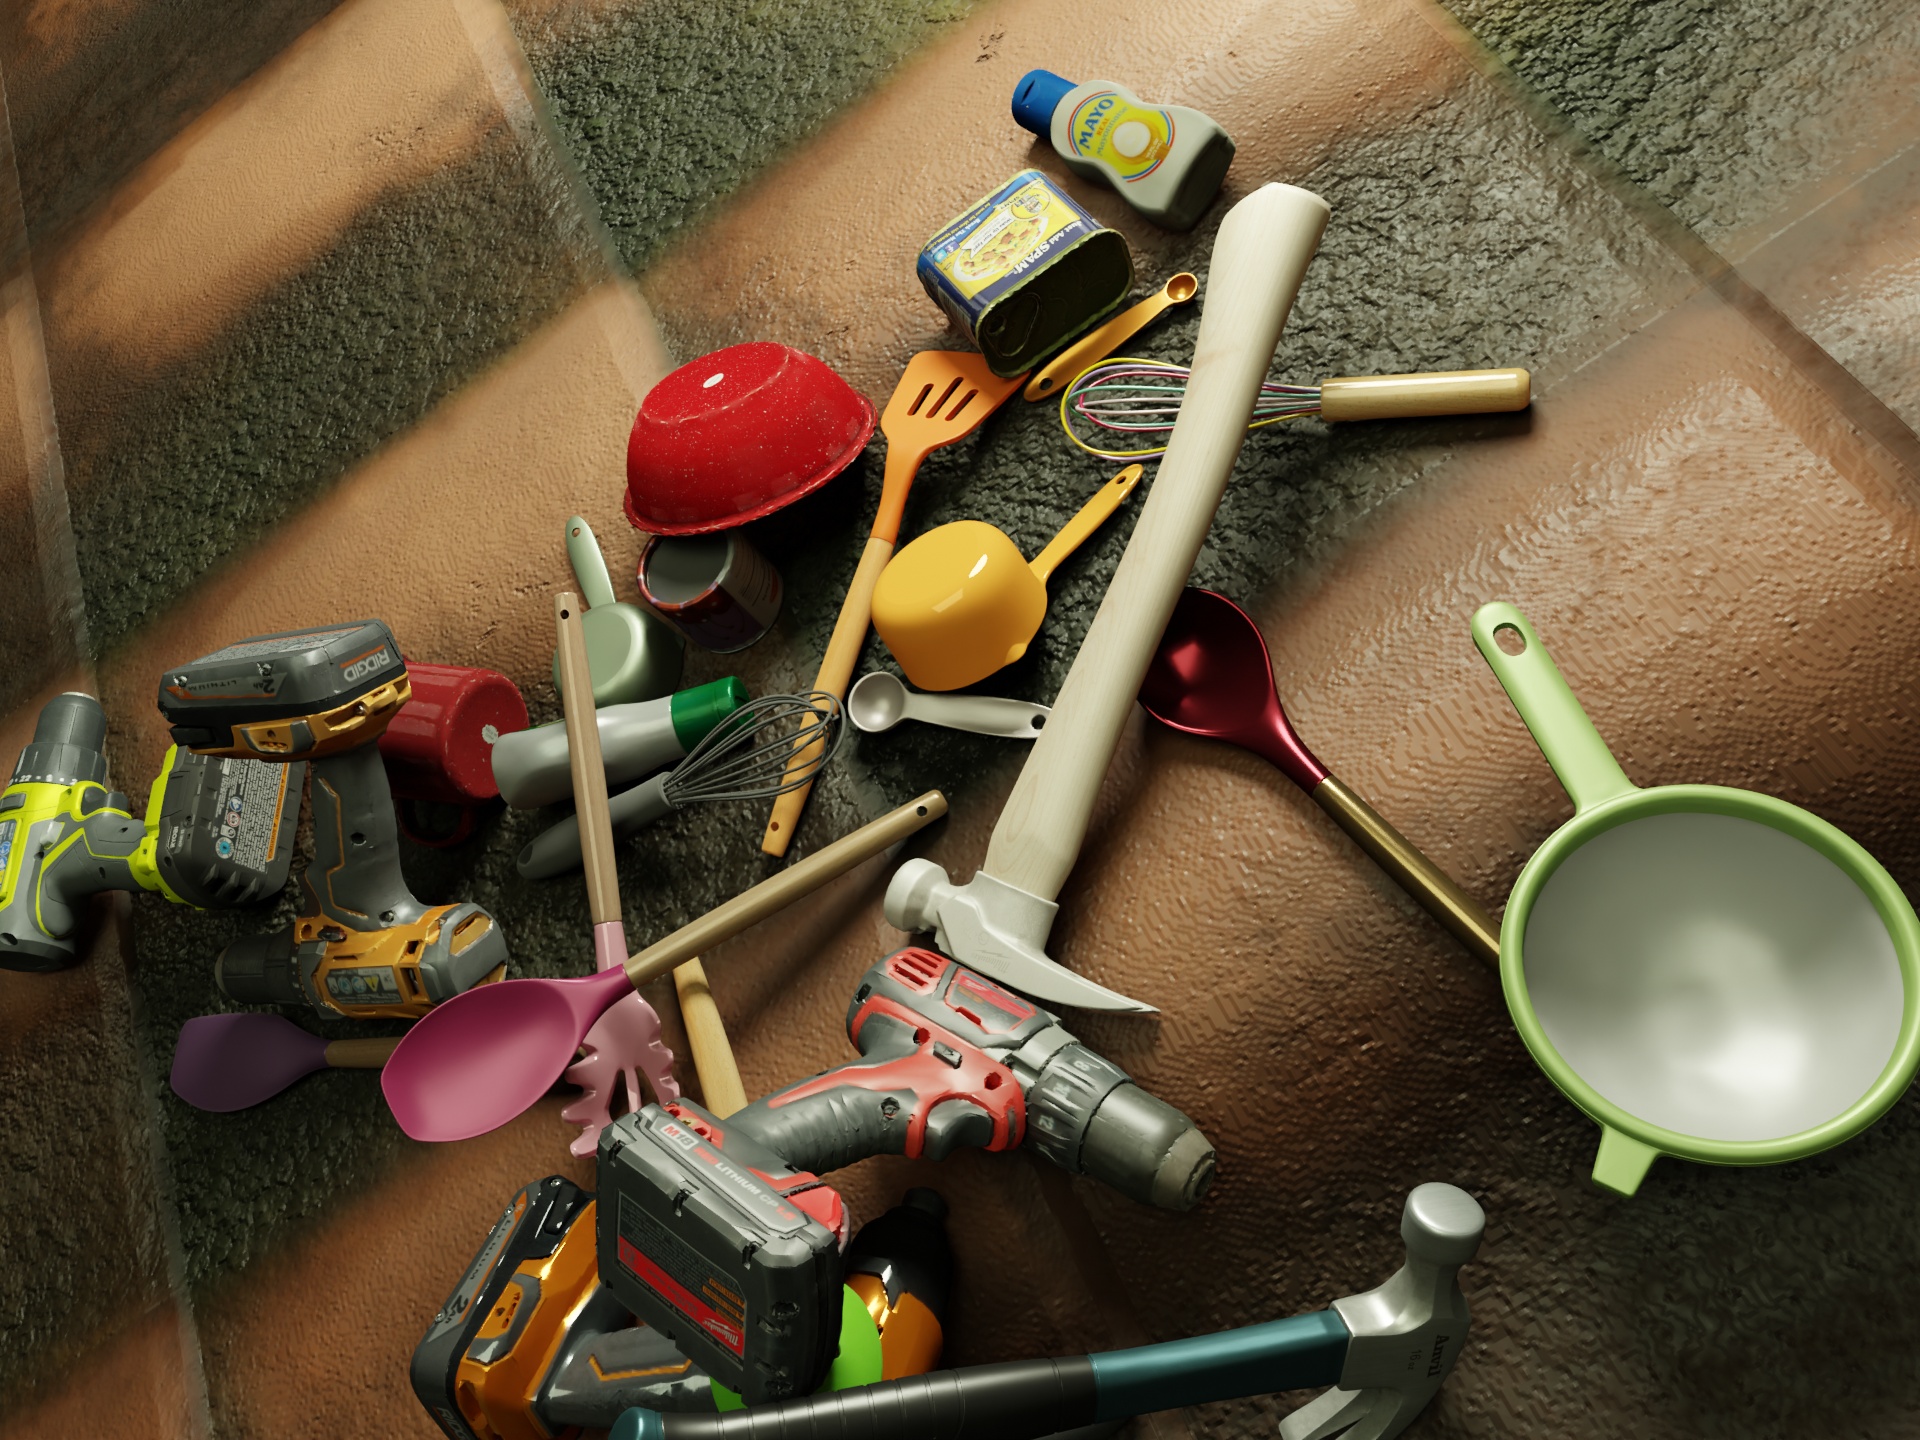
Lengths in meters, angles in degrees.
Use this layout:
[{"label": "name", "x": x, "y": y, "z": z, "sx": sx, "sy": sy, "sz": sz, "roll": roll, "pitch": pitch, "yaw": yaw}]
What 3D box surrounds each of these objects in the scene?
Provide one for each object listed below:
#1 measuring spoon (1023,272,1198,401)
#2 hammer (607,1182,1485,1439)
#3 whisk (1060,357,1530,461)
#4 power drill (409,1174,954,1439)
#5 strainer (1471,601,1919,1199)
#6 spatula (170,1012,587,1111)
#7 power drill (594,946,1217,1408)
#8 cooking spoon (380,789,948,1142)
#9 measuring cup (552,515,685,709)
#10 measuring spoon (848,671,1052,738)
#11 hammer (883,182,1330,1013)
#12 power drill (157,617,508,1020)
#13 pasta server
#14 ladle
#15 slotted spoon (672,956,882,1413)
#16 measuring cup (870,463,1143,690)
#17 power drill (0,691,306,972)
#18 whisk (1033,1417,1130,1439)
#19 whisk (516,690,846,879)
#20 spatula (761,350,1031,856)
[{"label": "measuring spoon", "x": 0.086, "y": -0.216, "z": 0.909, "sx": 0.117, "sy": 0.011, "sz": 0.021, "roll": -33, "pitch": 57, "yaw": 13}, {"label": "hammer", "x": 0.034, "y": 0.250, "z": 0.591, "sx": 0.331, "sy": 0.128, "sz": 0.033, "roll": -4, "pitch": 27, "yaw": -13}, {"label": "whisk", "x": 0.167, "y": -0.170, "z": 0.830, "sx": 0.245, "sy": 0.051, "sz": 0.047, "roll": 1, "pitch": 63, "yaw": 23}, {"label": "power drill", "x": -0.115, "y": 0.275, "z": 0.727, "sx": 0.226, "sy": 0.084, "sz": 0.164, "roll": 0, "pitch": 37, "yaw": 24}, {"label": "strainer", "x": 0.276, "y": 0.064, "z": 0.655, "sx": 0.151, "sy": 0.069, "sz": 0.257, "roll": -22, "pitch": 57, "yaw": 4}, {"label": "spatula", "x": -0.344, "y": 0.195, "z": 0.921, "sx": 0.316, "sy": 0.018, "sz": 0.060, "roll": -7, "pitch": 67, "yaw": 24}, {"label": "power drill", "x": -0.018, "y": 0.187, "z": 0.670, "sx": 0.188, "sy": 0.226, "sz": 0.080, "roll": 24, "pitch": 120, "yaw": 32}, {"label": "cooking spoon", "x": -0.147, "y": 0.119, "z": 0.816, "sx": 0.319, "sy": 0.017, "sz": 0.069, "roll": -29, "pitch": 82, "yaw": -6}, {"label": "measuring cup", "x": -0.224, "y": -0.070, "z": 0.970, "sx": 0.083, "sy": 0.038, "sz": 0.168, "roll": -31, "pitch": 60, "yaw": 10}, {"label": "measuring spoon", "x": -0.001, "y": -0.003, "z": 0.853, "sx": 0.124, "sy": 0.018, "sz": 0.034, "roll": 7, "pitch": 76, "yaw": 21}, {"label": "hammer", "x": 0.099, "y": -0.063, "z": 0.774, "sx": 0.146, "sy": 0.038, "sz": 0.410, "roll": 21, "pitch": 89, "yaw": 30}, {"label": "power drill", "x": -0.369, "y": 0.067, "z": 0.897, "sx": 0.185, "sy": 0.084, "sz": 0.226, "roll": -6, "pitch": 108, "yaw": 22}, {"label": "pasta server", "x": -0.193, "y": 0.081, "z": 0.848, "sx": 0.060, "sy": 0.040, "sz": 0.316, "roll": -10, "pitch": 78, "yaw": -2}, {"label": "ladle", "x": 0.186, "y": 0.046, "z": 0.733, "sx": 0.069, "sy": 0.031, "sz": 0.316, "roll": -47, "pitch": 58, "yaw": 8}, {"label": "slotted spoon", "x": -0.104, "y": 0.200, "z": 0.738, "sx": 0.070, "sy": 0.031, "sz": 0.314, "roll": -17, "pitch": 34, "yaw": -11}, {"label": "measuring cup", "x": 0.026, "y": -0.093, "z": 0.844, "sx": 0.173, "sy": 0.052, "sz": 0.095, "roll": -44, "pitch": 35, "yaw": -8}, {"label": "power drill", "x": -0.546, "y": 0.056, "z": 1.046, "sx": 0.228, "sy": 0.080, "sz": 0.191, "roll": -12, "pitch": 64, "yaw": 23}, {"label": "whisk", "x": -0.047, "y": 0.355, "z": 0.690, "sx": 0.284, "sy": 0.070, "sz": 0.070, "roll": -30, "pitch": 58, "yaw": 5}, {"label": "whisk", "x": -0.159, "y": 0.042, "z": 0.875, "sx": 0.239, "sy": 0.055, "sz": 0.055, "roll": -25, "pitch": 59, "yaw": 26}, {"label": "spatula", "x": -0.048, "y": -0.075, "z": 0.901, "sx": 0.081, "sy": 0.041, "sz": 0.323, "roll": 13, "pitch": 78, "yaw": 28}]
